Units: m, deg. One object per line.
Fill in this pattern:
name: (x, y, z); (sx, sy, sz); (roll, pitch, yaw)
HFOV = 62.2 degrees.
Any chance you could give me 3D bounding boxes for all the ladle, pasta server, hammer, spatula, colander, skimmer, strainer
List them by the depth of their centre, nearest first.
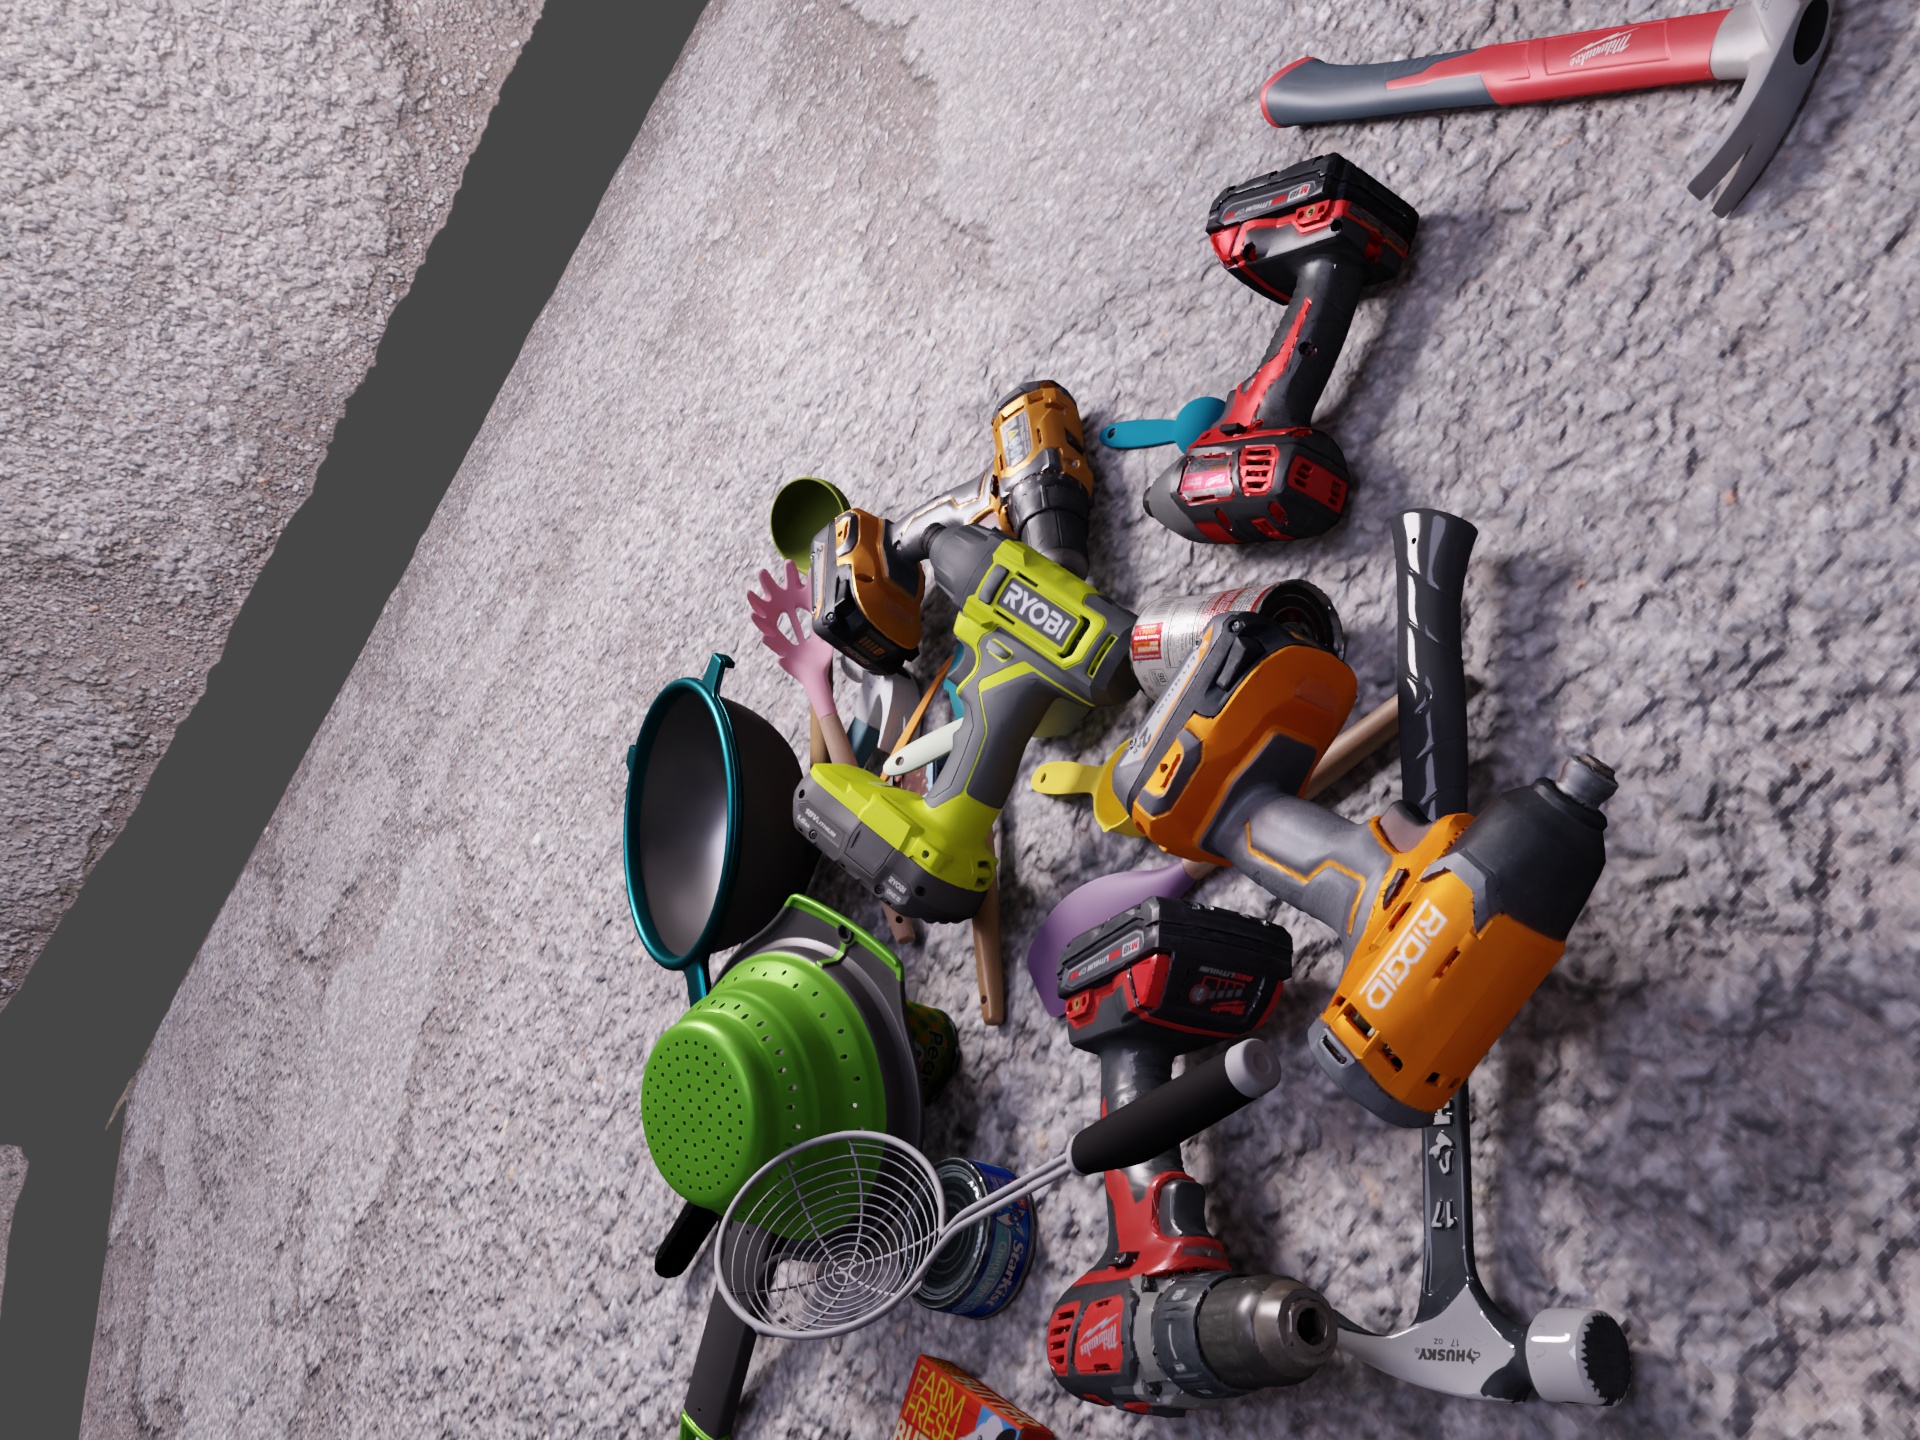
hammer: (0.213, 0.085, 0.718); (0.149, 0.036, 0.409); (-24, 53, 49)
skimmer: (0.001, 0.209, 0.758); (0.363, 0.090, 0.127); (-43, 14, 44)
spatula: (0.142, 0.065, 0.863); (0.316, 0.018, 0.060); (-42, 57, 32)
hammer: (0.297, -0.351, 0.901); (0.387, 0.038, 0.143); (27, 93, 58)
colander: (-0.147, 0.307, 0.979); (0.205, 0.094, 0.397); (26, 106, 38)
spatula: (0.020, 0.050, 1.054); (0.082, 0.044, 0.318); (-32, 49, 40)
strainer: (-0.158, 0.135, 1.143); (0.211, 0.095, 0.341); (-38, 56, 51)
pasta server: (-0.088, 0.018, 1.144); (0.060, 0.040, 0.317); (-19, 60, -4)
hammer: (-0.121, 0.105, 1.211); (0.128, 0.033, 0.331); (31, 96, 59)
ladle: (-0.116, -0.062, 1.237); (0.078, 0.062, 0.320); (-30, 45, 31)

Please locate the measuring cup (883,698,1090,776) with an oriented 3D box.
measuring cup: (0.012, -0.010, 1.036); (0.167, 0.038, 0.083); (-29, 56, 16)

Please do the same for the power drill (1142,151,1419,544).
power drill: (0.181, -0.209, 0.943); (0.143, 0.078, 0.220); (3, 75, 57)

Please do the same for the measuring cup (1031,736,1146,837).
measuring cup: (0.086, 0.041, 0.968); (0.156, 0.029, 0.062); (-1, 67, 68)

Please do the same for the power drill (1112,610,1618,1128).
power drill: (0.174, 0.042, 0.696); (0.164, 0.084, 0.227); (-58, 37, 17)

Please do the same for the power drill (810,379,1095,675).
power drill: (-0.001, -0.119, 1.126); (0.226, 0.084, 0.186); (-32, 43, 26)

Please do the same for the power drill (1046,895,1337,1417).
power drill: (0.107, 0.202, 0.741); (0.188, 0.080, 0.227); (138, 142, -57)

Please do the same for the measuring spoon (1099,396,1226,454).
measuring spoon: (0.127, -0.196, 1.057); (0.129, 0.021, 0.042); (10, 78, 56)

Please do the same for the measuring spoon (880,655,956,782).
measuring spoon: (-0.028, 0.001, 1.138); (0.021, 0.011, 0.117); (-28, 30, 60)

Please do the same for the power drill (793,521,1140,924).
power drill: (-0.002, -0.003, 0.981); (0.171, 0.080, 0.223); (36, 101, 28)
